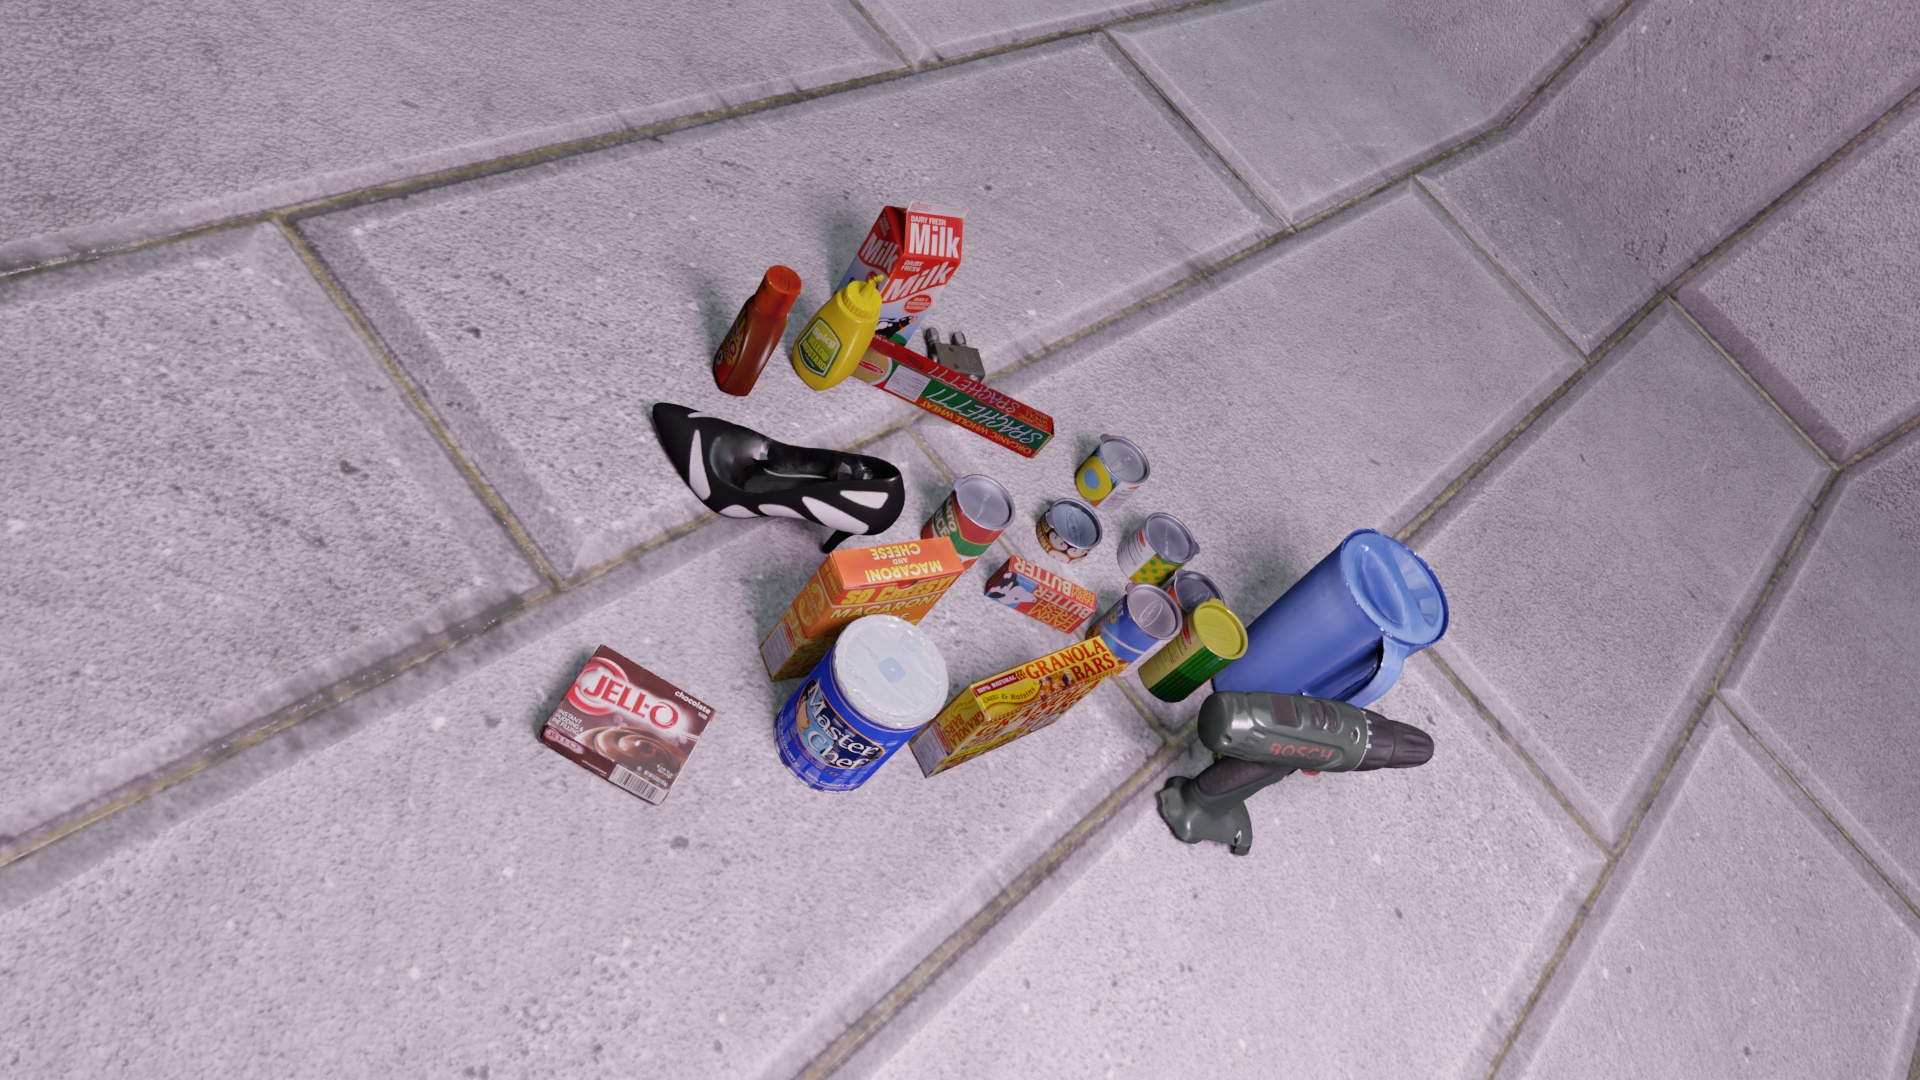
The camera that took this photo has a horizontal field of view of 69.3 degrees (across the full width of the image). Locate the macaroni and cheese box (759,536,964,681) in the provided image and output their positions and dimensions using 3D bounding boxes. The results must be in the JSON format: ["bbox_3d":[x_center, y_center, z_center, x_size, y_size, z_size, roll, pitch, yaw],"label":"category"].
[{"bbox_3d":[-0.088,0.062,1.221,0.124,0.165,0.040,-8,63,-36],"label":"macaroni and cheese box"}]

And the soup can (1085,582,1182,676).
[{"bbox_3d":[0.175,0.090,1.425,0.071,0.083,0.072,17,50,-22],"label":"soup can"}]

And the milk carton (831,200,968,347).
[{"bbox_3d":[-0.062,-0.292,1.483,0.072,0.189,0.074,-1,59,-33],"label":"milk carton"}]

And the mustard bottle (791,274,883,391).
[{"bbox_3d":[-0.119,-0.219,1.414,0.065,0.159,0.049,50,46,8],"label":"mustard bottle"}]

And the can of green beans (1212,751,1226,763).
[{"bbox_3d":[0.302,0.218,1.430,0.071,0.057,0.071,17,50,-22],"label":"can of green beans"}]

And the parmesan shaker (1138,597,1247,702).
[{"bbox_3d":[0.239,0.114,1.434,0.071,0.102,0.071,17,50,-22],"label":"parmesan shaker"}]

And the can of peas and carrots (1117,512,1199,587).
[{"bbox_3d":[0.217,0.012,1.527,0.071,0.058,0.071,17,50,-22],"label":"can of peas and carrots"}]

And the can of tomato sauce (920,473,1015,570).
[{"bbox_3d":[0.005,-0.018,1.397,0.071,0.082,0.071,17,50,-22],"label":"can of tomato sauce"}]

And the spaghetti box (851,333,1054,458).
[{"bbox_3d":[-0.015,-0.160,1.512,0.250,0.050,0.029,24,48,-16],"label":"spaghetti box"}]

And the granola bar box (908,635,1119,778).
[{"bbox_3d":[0.049,0.151,1.271,0.166,0.123,0.039,-16,68,-39],"label":"granola bar box"}]

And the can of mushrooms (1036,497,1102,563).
[{"bbox_3d":[0.115,-0.011,1.496,0.071,0.033,0.071,17,50,-21],"label":"can of mushrooms"}]

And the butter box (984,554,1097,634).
[{"bbox_3d":[0.082,0.056,1.413,0.103,0.053,0.024,25,48,-15],"label":"butter box"}]

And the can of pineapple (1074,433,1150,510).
[{"bbox_3d":[0.169,-0.077,1.563,0.071,0.057,0.071,17,50,-22],"label":"can of pineapple"}]

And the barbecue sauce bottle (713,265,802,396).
[{"bbox_3d":[-0.199,-0.208,1.363,0.044,0.147,0.065,9,54,-27],"label":"barbecue sauce bottle"}]

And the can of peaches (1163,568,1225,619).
[{"bbox_3d":[0.241,0.073,1.497,0.071,0.057,0.071,17,50,-22],"label":"can of peaches"}]
